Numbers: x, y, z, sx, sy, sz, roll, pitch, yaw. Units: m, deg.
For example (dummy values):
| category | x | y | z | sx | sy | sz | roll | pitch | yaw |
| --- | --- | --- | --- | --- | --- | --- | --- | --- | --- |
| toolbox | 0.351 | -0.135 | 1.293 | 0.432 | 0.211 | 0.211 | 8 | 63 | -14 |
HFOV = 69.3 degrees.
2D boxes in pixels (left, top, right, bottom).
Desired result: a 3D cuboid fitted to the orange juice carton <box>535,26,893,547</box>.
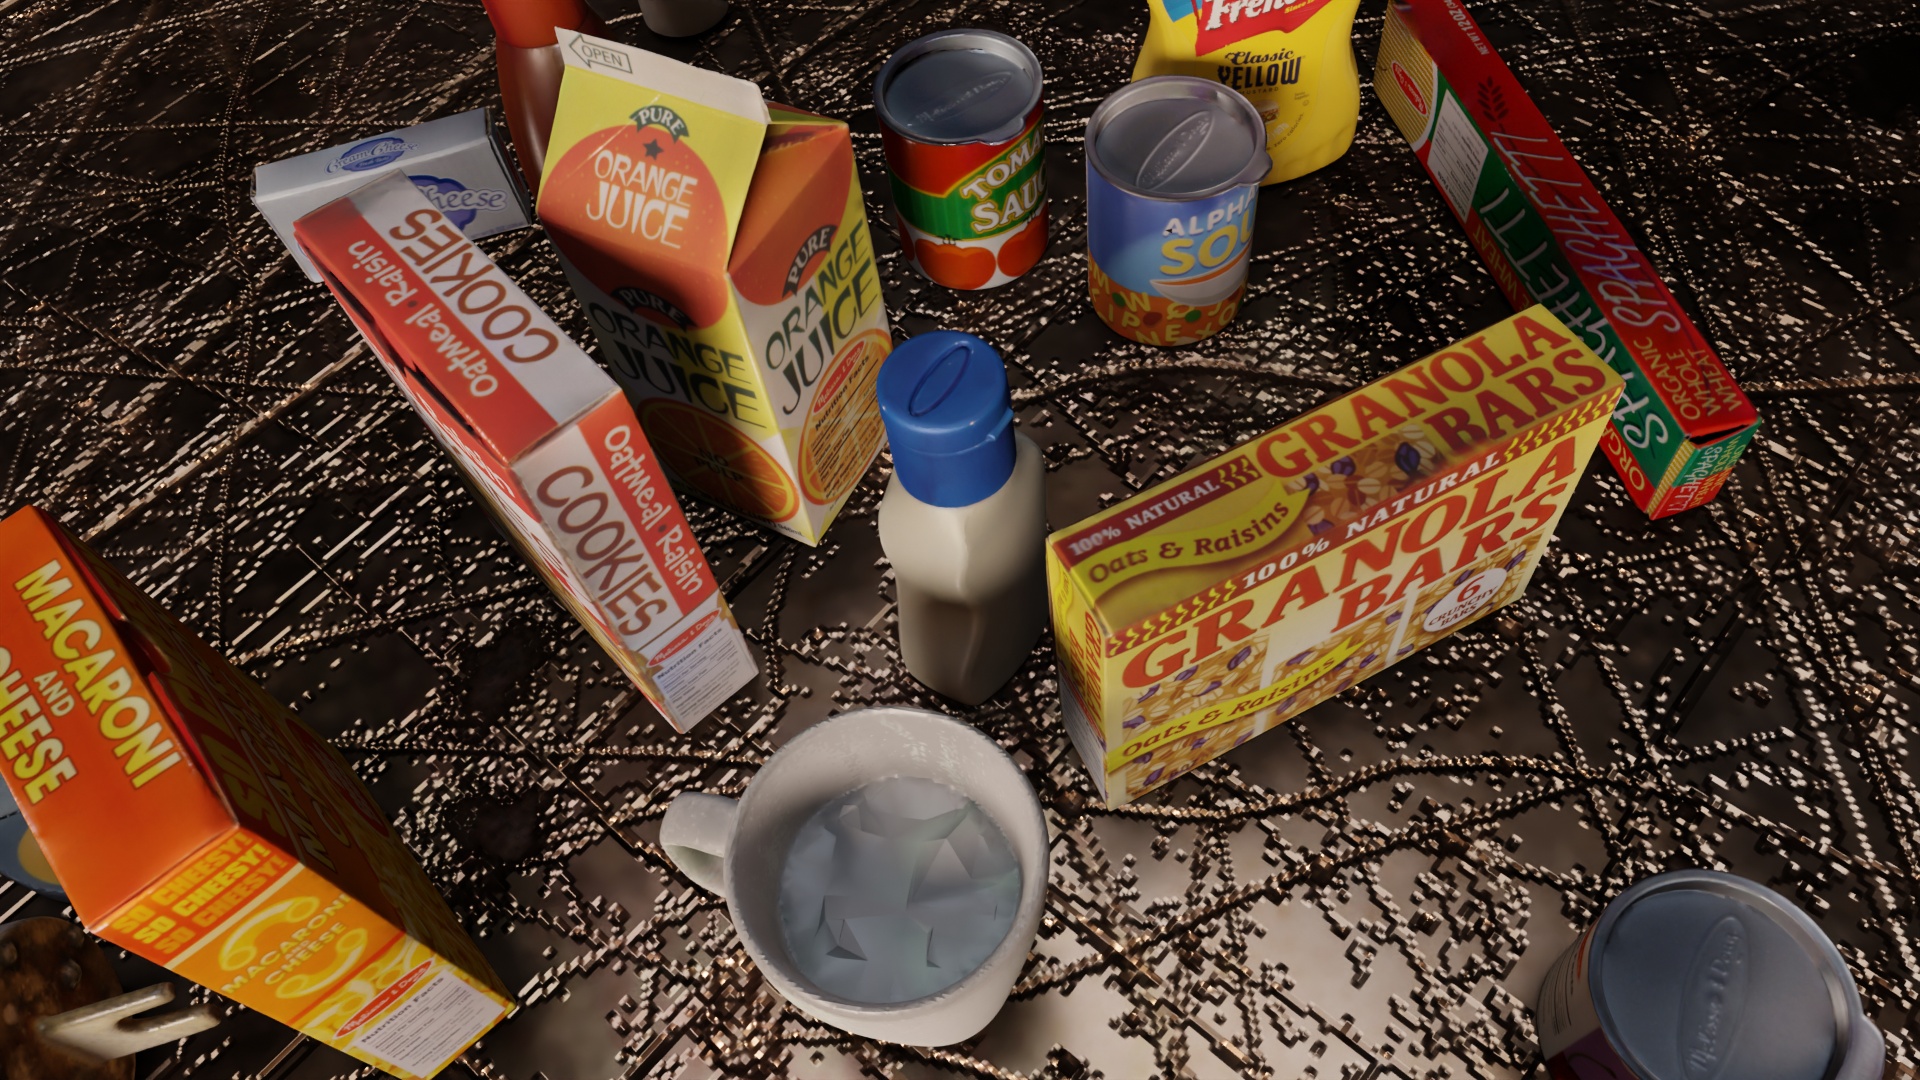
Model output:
| category | x | y | z | sx | sy | sz | roll | pitch | yaw |
| --- | --- | --- | --- | --- | --- | --- | --- | --- | --- |
| orange juice carton | -0.077 | -0.086 | 0.470 | 0.072 | 0.191 | 0.073 | 22 | 63 | 19 |

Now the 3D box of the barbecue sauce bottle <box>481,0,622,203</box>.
| category | x | y | z | sx | sy | sz | roll | pitch | yaw |
| --- | --- | --- | --- | --- | --- | --- | --- | --- | --- |
| barbecue sauce bottle | -0.158 | -0.182 | 0.566 | 0.044 | 0.147 | 0.065 | 31 | 66 | 23 |

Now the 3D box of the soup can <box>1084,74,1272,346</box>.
| category | x | y | z | sx | sy | sz | roll | pitch | yaw |
| --- | --- | --- | --- | --- | --- | --- | --- | --- | --- |
| soup can | 0.084 | -0.125 | 0.542 | 0.071 | 0.083 | 0.071 | -3 | 58 | 5 |

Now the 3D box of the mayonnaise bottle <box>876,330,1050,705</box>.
| category | x | y | z | sx | sy | sz | roll | pitch | yaw |
| --- | --- | --- | --- | --- | --- | --- | --- | --- | --- |
| mayonnaise bottle | 0.002 | -0.005 | 0.436 | 0.041 | 0.147 | 0.065 | 25 | 64 | 20 |

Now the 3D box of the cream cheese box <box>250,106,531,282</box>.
| category | x | y | z | sx | sy | sz | roll | pitch | yaw |
| --- | --- | --- | --- | --- | --- | --- | --- | --- | --- |
| cream cheese box | -0.248 | -0.151 | 0.613 | 0.104 | 0.053 | 0.024 | -16 | 58 | -4 |

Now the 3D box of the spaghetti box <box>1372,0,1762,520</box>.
| category | x | y | z | sx | sy | sz | roll | pitch | yaw |
| --- | --- | --- | --- | --- | --- | --- | --- | --- | --- |
| spaghetti box | 0.227 | -0.122 | 0.545 | 0.029 | 0.050 | 0.251 | -15 | 57 | -3 |

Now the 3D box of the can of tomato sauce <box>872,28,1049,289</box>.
| category | x | y | z | sx | sy | sz | roll | pitch | yaw |
| --- | --- | --- | --- | --- | --- | --- | --- | --- | --- |
| can of tomato sauce | 0.004 | -0.153 | 0.569 | 0.071 | 0.082 | 0.071 | -3 | 58 | 5 |

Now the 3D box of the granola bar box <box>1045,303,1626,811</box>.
| category | x | y | z | sx | sy | sz | roll | pitch | yaw |
| --- | --- | --- | --- | --- | --- | --- | --- | --- | --- |
| granola bar box | 0.108 | 0.009 | 0.430 | 0.166 | 0.123 | 0.039 | -25 | 59 | -10 |

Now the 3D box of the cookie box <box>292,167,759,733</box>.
| category | x | y | z | sx | sy | sz | roll | pitch | yaw |
| --- | --- | --- | --- | --- | --- | --- | --- | --- | --- |
| cookie box | -0.134 | -0.021 | 0.450 | 0.040 | 0.166 | 0.123 | -40 | 62 | -17 |

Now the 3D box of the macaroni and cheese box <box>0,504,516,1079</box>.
| category | x | y | z | sx | sy | sz | roll | pitch | yaw |
| --- | --- | --- | --- | --- | --- | --- | --- | --- | --- |
| macaroni and cheese box | -0.202 | 0.078 | 0.394 | 0.040 | 0.165 | 0.124 | -39 | 62 | -17 |

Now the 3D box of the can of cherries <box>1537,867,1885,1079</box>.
| category | x | y | z | sx | sy | sz | roll | pitch | yaw |
| --- | --- | --- | --- | --- | --- | --- | --- | --- | --- |
| can of cherries | 0.201 | 0.133 | 0.380 | 0.071 | 0.058 | 0.072 | -3 | 57 | 4 |

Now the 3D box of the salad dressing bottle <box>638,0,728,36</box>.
| category | x | y | z | sx | sy | sz | roll | pitch | yaw |
| --- | --- | --- | --- | --- | --- | --- | --- | --- | --- |
| salad dressing bottle | -0.146 | -0.309 | 0.646 | 0.044 | 0.147 | 0.064 | -14 | 57 | -2 |
